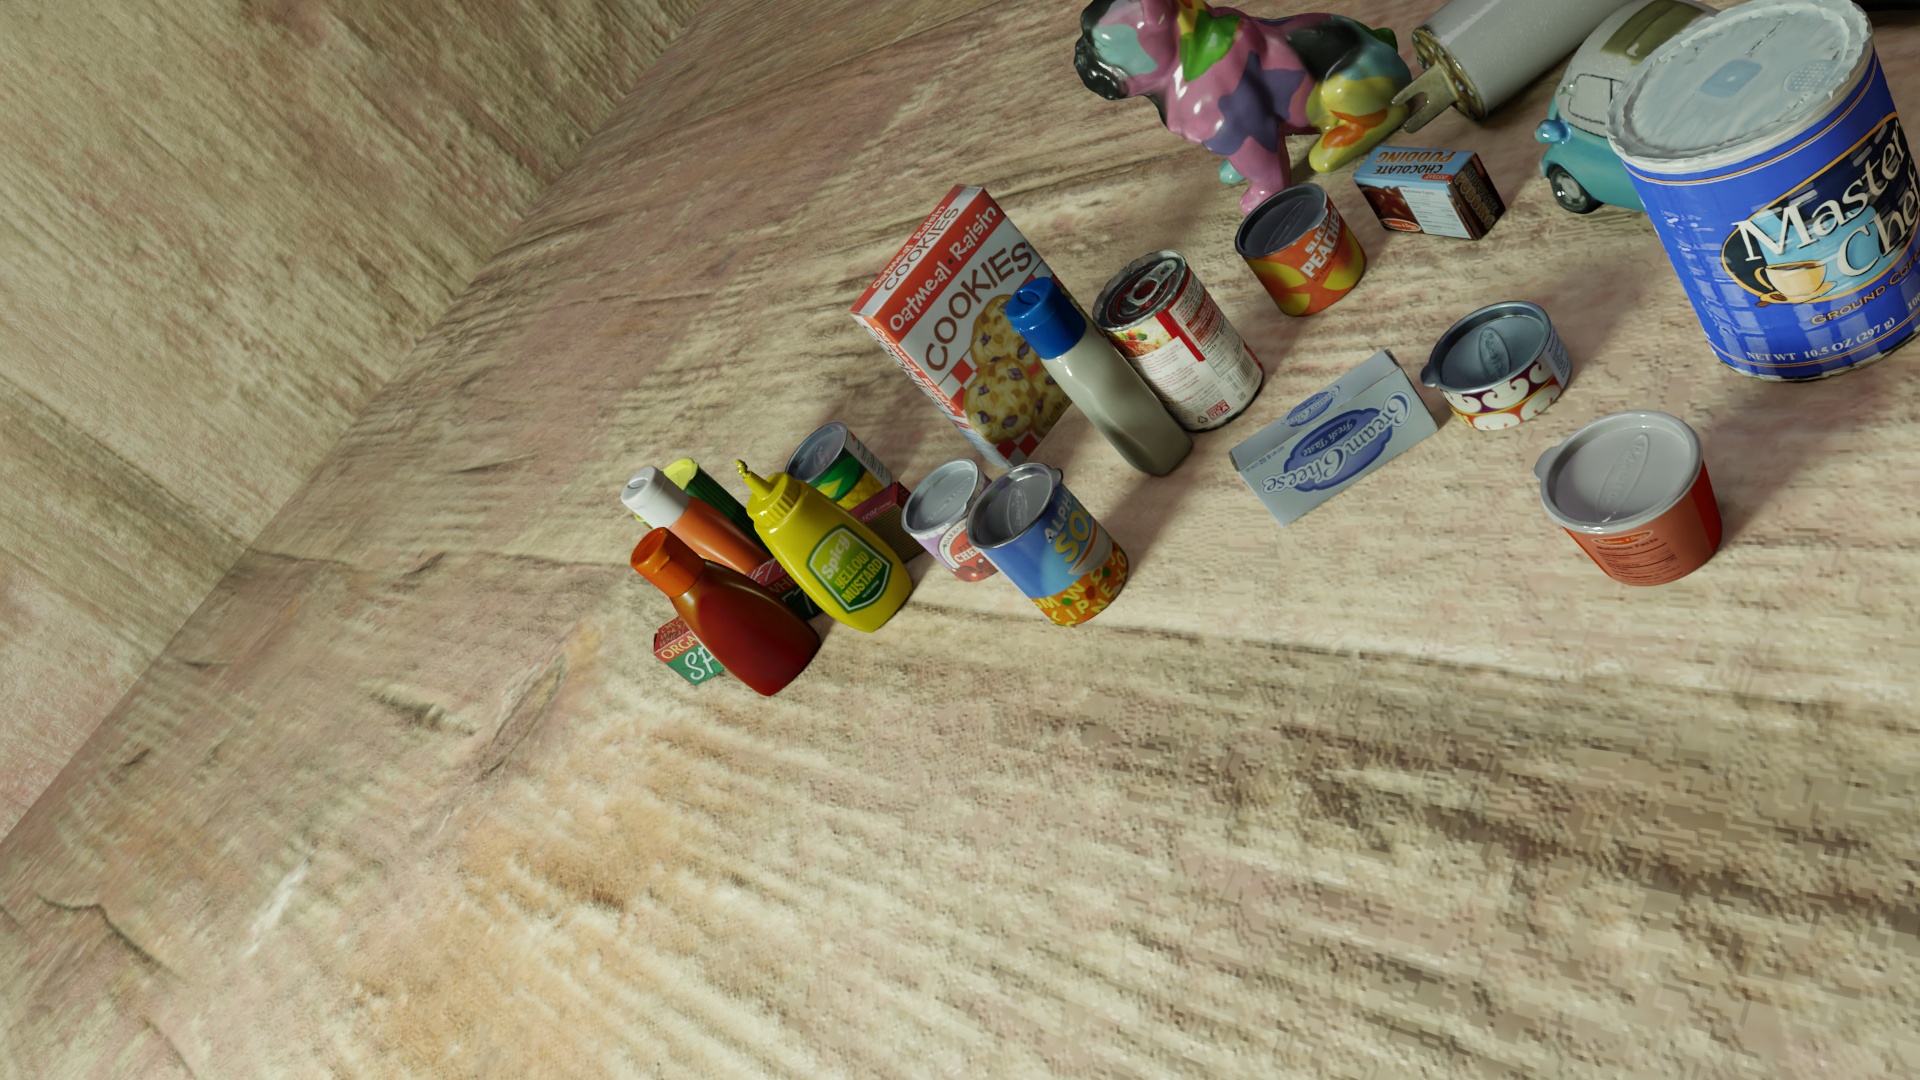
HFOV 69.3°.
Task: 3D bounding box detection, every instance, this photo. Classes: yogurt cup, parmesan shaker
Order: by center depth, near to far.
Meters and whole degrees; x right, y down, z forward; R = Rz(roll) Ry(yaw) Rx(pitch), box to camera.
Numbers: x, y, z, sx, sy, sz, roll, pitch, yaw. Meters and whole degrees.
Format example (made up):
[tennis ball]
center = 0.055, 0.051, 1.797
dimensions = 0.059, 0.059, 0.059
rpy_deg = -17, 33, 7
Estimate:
[yogurt cup]
center = 0.302, -0.016, 0.620
dimensions = 0.072, 0.054, 0.073
rpy_deg = -30, 35, 23
[parmesan shaker]
center = -0.209, -0.013, 1.156
dimensions = 0.071, 0.103, 0.072
rpy_deg = -30, 35, 23

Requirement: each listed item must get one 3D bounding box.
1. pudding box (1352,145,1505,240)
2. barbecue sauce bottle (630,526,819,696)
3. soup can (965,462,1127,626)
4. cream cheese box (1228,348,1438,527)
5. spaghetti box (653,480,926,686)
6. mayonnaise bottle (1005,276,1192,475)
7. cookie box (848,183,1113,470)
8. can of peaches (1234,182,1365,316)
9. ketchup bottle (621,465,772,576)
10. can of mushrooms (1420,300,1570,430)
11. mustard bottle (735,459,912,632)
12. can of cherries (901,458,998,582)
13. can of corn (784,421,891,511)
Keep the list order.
[pudding box]
center = 0.292, -0.218, 0.870
dimensions = 0.030, 0.049, 0.084
rpy_deg = -49, 32, -6
[barbecue sauce bottle]
center = -0.171, 0.048, 0.999
dimensions = 0.065, 0.148, 0.044
rpy_deg = -47, 31, -3
[soup can]
center = 0.056, 0.002, 0.853
dimensions = 0.071, 0.083, 0.072
rpy_deg = -30, 35, 23
[cream cheese box]
center = 0.208, -0.056, 0.774
dimensions = 0.103, 0.053, 0.024
rpy_deg = -35, 33, 16
[spaghetti box]
center = -0.130, 0.037, 1.058
dimensions = 0.249, 0.050, 0.029
rpy_deg = -31, 34, 22
[mayonnaise bottle]
center = 0.086, -0.104, 0.879
dimensions = 0.041, 0.147, 0.065
rpy_deg = -46, 31, -1
[cookie box]
center = 0.018, -0.151, 0.994
dimensions = 0.123, 0.167, 0.040
rpy_deg = -52, 32, -11
[can of peaches]
center = 0.224, -0.189, 0.906
dimensions = 0.071, 0.058, 0.071
rpy_deg = -30, 35, 23
[ketchup bottle]
center = -0.198, 0.000, 1.085
dimensions = 0.064, 0.148, 0.044
rpy_deg = -4, 50, 47
[can of mushrooms]
center = 0.287, -0.093, 0.745
dimensions = 0.071, 0.033, 0.071
rpy_deg = -30, 35, 23
[mustard bottle]
center = -0.102, -0.001, 0.965
dimensions = 0.065, 0.160, 0.049
rpy_deg = -50, 32, -8
[can of cherries]
center = 0.003, -0.012, 0.954
dimensions = 0.071, 0.058, 0.072
rpy_deg = -30, 35, 23
[can of corn]
center = -0.100, -0.050, 1.117
dimensions = 0.071, 0.058, 0.071
rpy_deg = -30, 35, 23
